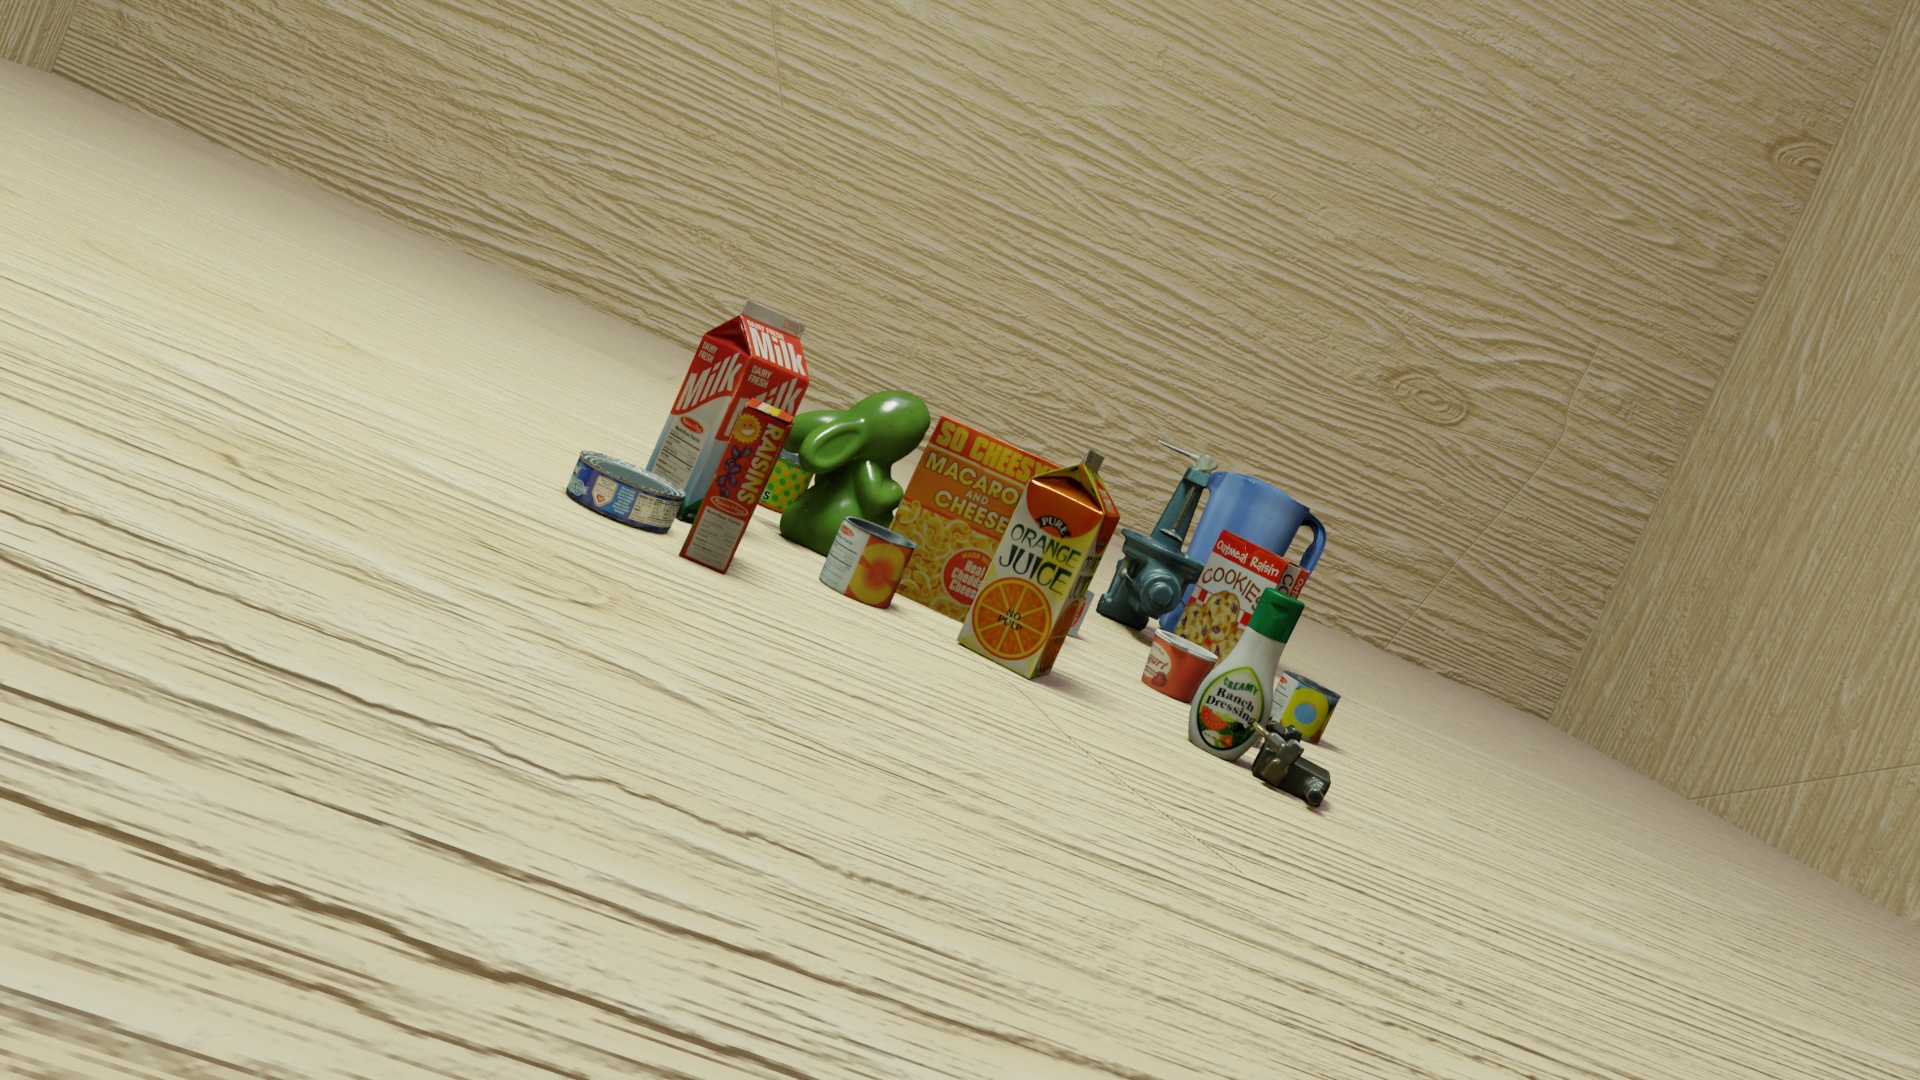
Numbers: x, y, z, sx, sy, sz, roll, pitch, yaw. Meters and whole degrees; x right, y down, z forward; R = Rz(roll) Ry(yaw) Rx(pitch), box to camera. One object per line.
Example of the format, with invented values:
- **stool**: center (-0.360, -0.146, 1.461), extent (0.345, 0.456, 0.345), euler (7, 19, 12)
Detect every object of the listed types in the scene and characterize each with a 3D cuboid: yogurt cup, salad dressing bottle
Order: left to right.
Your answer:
- **yogurt cup**: center (0.217, 0.127, 1.391), extent (0.072, 0.054, 0.072), euler (24, 6, -2)
- **salad dressing bottle**: center (0.244, 0.112, 1.180), extent (0.064, 0.147, 0.044), euler (25, 6, 14)

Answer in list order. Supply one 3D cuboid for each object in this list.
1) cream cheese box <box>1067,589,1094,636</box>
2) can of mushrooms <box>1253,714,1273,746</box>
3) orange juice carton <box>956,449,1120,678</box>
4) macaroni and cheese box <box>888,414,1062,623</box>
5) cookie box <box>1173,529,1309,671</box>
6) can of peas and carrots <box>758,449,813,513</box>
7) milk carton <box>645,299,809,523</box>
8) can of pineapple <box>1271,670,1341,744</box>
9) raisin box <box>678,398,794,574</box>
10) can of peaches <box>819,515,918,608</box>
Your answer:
- **cream cheese box**: center (0.103, 0.063, 1.514), extent (0.024, 0.053, 0.104), euler (21, 7, -28)
- **can of mushrooms**: center (0.261, 0.167, 1.318), extent (0.071, 0.033, 0.071), euler (24, 6, -2)
- **orange juice carton**: center (0.075, 0.013, 1.169), extent (0.073, 0.192, 0.072), euler (26, 6, 17)
- **macaroni and cheese box**: center (0.005, -0.016, 1.276), extent (0.124, 0.166, 0.040), euler (24, 5, 0)
- **cookie box**: center (0.313, 0.085, 1.588), extent (0.040, 0.167, 0.123), euler (21, 6, -32)
- **can of peas and carrots**: center (-0.192, -0.065, 1.450), extent (0.071, 0.058, 0.071), euler (24, 6, -2)
- **milk carton**: center (-0.195, -0.109, 1.190), extent (0.073, 0.190, 0.072), euler (29, 7, 40)
- **can of pineapple**: center (0.369, 0.181, 1.499), extent (0.071, 0.058, 0.071), euler (24, 6, -2)
- **raisin box**: center (-0.167, -0.043, 1.052), extent (0.040, 0.123, 0.086), euler (23, 6, -7)
- **can of peaches**: center (-0.077, 0.019, 1.175), extent (0.071, 0.058, 0.071), euler (24, 6, -2)
